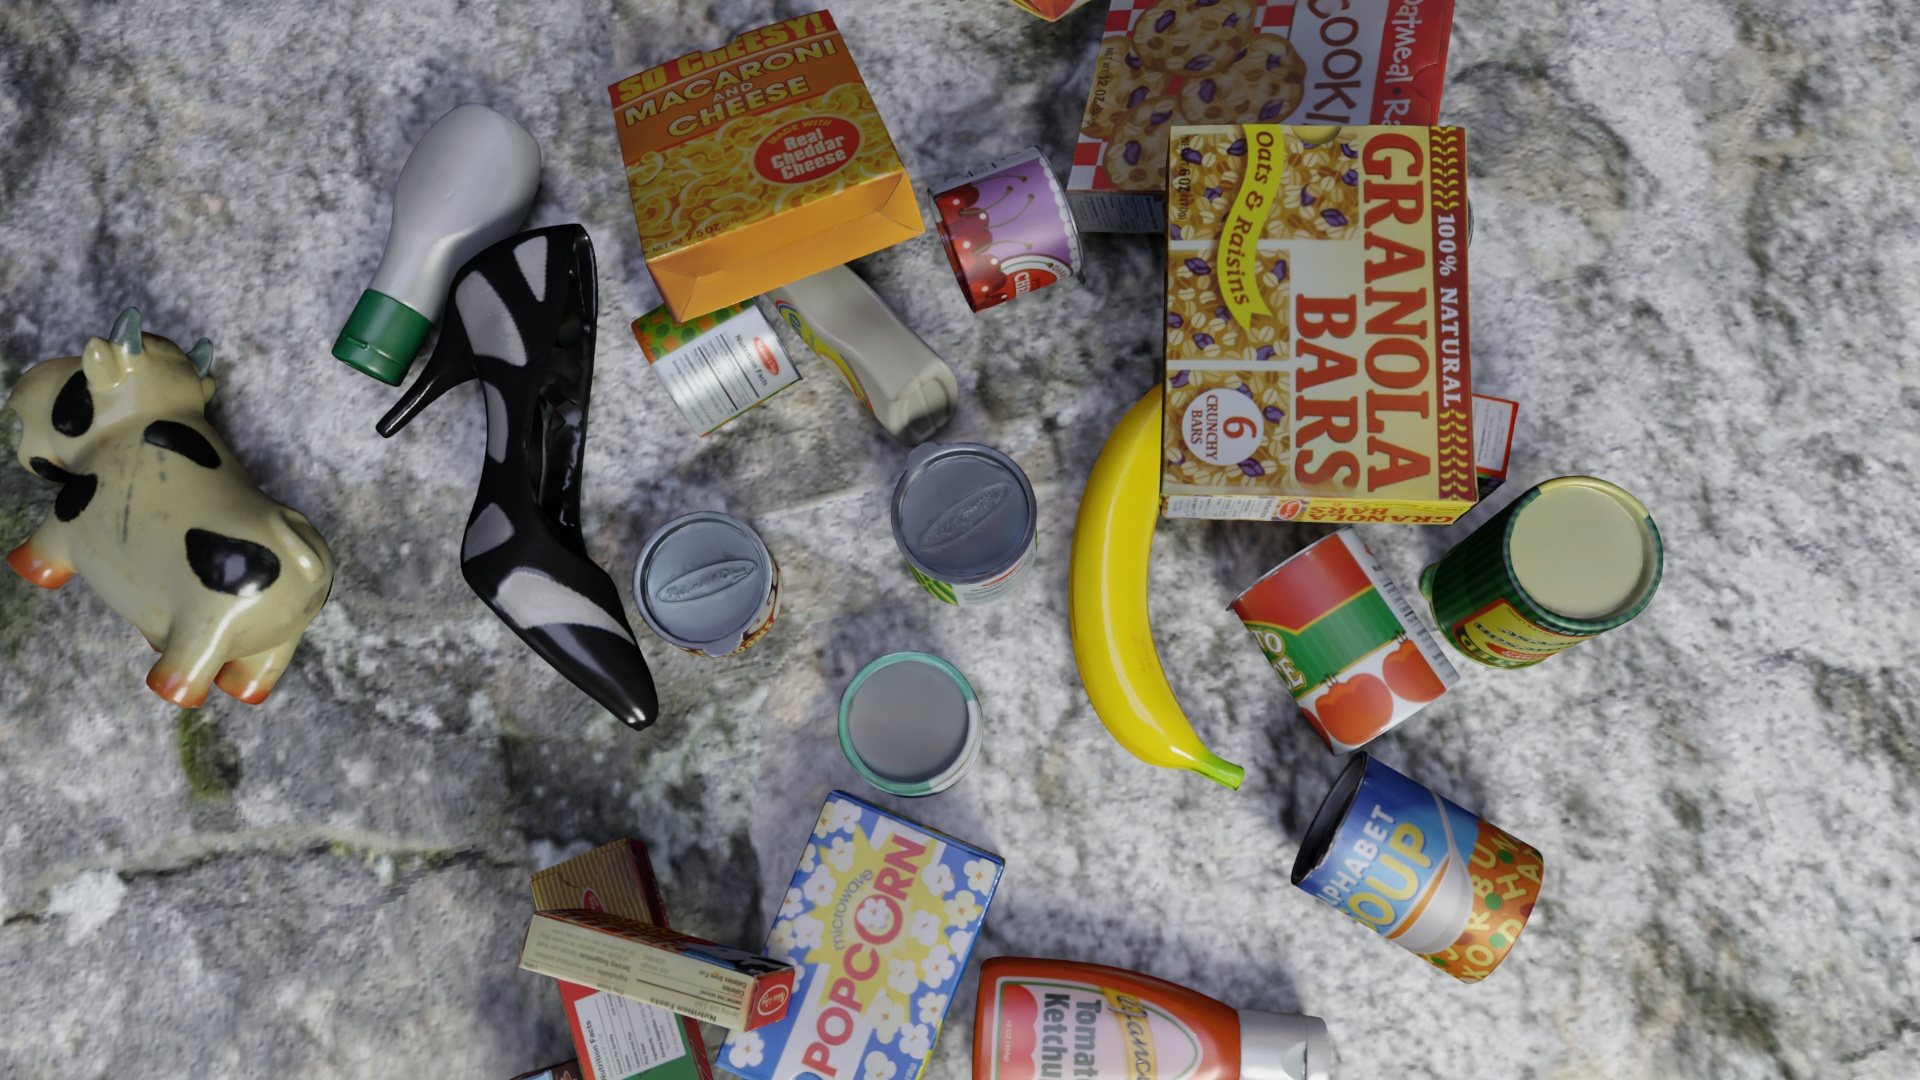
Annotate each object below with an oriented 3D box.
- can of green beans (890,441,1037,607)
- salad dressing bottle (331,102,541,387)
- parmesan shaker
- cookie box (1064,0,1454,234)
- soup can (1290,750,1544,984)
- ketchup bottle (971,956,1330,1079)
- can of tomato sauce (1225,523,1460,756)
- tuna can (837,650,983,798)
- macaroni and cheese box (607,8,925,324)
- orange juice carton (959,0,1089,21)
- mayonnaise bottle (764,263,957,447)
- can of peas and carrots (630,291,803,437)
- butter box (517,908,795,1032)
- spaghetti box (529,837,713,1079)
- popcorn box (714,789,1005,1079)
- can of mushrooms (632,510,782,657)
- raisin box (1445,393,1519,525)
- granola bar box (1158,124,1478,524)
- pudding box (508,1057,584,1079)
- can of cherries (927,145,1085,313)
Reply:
[{"bbox_3d":[0.003,-0.006,0.650,0.071,0.057,0.071,-1,76,4],"label":"can of green beans"},{"bbox_3d":[-0.270,-0.151,0.711,0.064,0.044,0.148,24,80,7],"label":"salad dressing bottle"},{"bbox_3d":[0.249,0.016,0.605,0.071,0.103,0.071,-1,76,4],"label":"parmesan shaker"},{"bbox_3d":[0.146,-0.209,0.675,0.167,0.040,0.123,7,70,20],"label":"cookie box"},{"bbox_3d":[0.194,0.141,0.594,0.084,0.071,0.071,29,80,10],"label":"soup can"},{"bbox_3d":[0.080,0.217,0.596,0.149,0.043,0.065,4,76,4],"label":"ketchup bottle"},{"bbox_3d":[0.170,0.046,0.623,0.071,0.071,0.083,-32,77,-4],"label":"can of tomato sauce"},{"bbox_3d":[-0.025,0.084,0.642,0.071,0.032,0.071,-1,76,3],"label":"tuna can"},{"bbox_3d":[-0.099,-0.189,0.675,0.124,0.040,0.167,-20,48,-2],"label":"macaroni and cheese box"},{"bbox_3d":[0.066,-0.332,0.708,0.193,0.072,0.072,-33,46,-5],"label":"orange juice carton"},{"bbox_3d":[-0.063,-0.111,0.679,0.041,0.064,0.148,-41,68,-9],"label":"mayonnaise bottle"},{"bbox_3d":[-0.119,-0.093,0.677,0.059,0.071,0.071,-31,76,-4],"label":"can of peas and carrots"},{"bbox_3d":[-0.125,0.177,0.578,0.103,0.053,0.024,11,79,13],"label":"butter box"},{"bbox_3d":[-0.129,0.258,0.606,0.050,0.028,0.250,-20,75,-2],"label":"spaghetti box"},{"bbox_3d":[-0.042,0.185,0.615,0.085,0.038,0.127,21,78,8],"label":"popcorn box"},{"bbox_3d":[-0.119,0.024,0.662,0.071,0.033,0.071,-1,75,3],"label":"can of mushrooms"},{"bbox_3d":[0.177,-0.047,0.635,0.123,0.086,0.040,12,79,7],"label":"raisin box"},{"bbox_3d":[0.147,-0.092,0.582,0.124,0.039,0.166,2,77,6],"label":"granola bar box"},{"bbox_3d":[-0.174,0.270,0.595,0.030,0.049,0.084,-19,76,-2],"label":"pudding box"},{"bbox_3d":[0.023,-0.149,0.681,0.058,0.071,0.071,-21,76,-2],"label":"can of cherries"}]
